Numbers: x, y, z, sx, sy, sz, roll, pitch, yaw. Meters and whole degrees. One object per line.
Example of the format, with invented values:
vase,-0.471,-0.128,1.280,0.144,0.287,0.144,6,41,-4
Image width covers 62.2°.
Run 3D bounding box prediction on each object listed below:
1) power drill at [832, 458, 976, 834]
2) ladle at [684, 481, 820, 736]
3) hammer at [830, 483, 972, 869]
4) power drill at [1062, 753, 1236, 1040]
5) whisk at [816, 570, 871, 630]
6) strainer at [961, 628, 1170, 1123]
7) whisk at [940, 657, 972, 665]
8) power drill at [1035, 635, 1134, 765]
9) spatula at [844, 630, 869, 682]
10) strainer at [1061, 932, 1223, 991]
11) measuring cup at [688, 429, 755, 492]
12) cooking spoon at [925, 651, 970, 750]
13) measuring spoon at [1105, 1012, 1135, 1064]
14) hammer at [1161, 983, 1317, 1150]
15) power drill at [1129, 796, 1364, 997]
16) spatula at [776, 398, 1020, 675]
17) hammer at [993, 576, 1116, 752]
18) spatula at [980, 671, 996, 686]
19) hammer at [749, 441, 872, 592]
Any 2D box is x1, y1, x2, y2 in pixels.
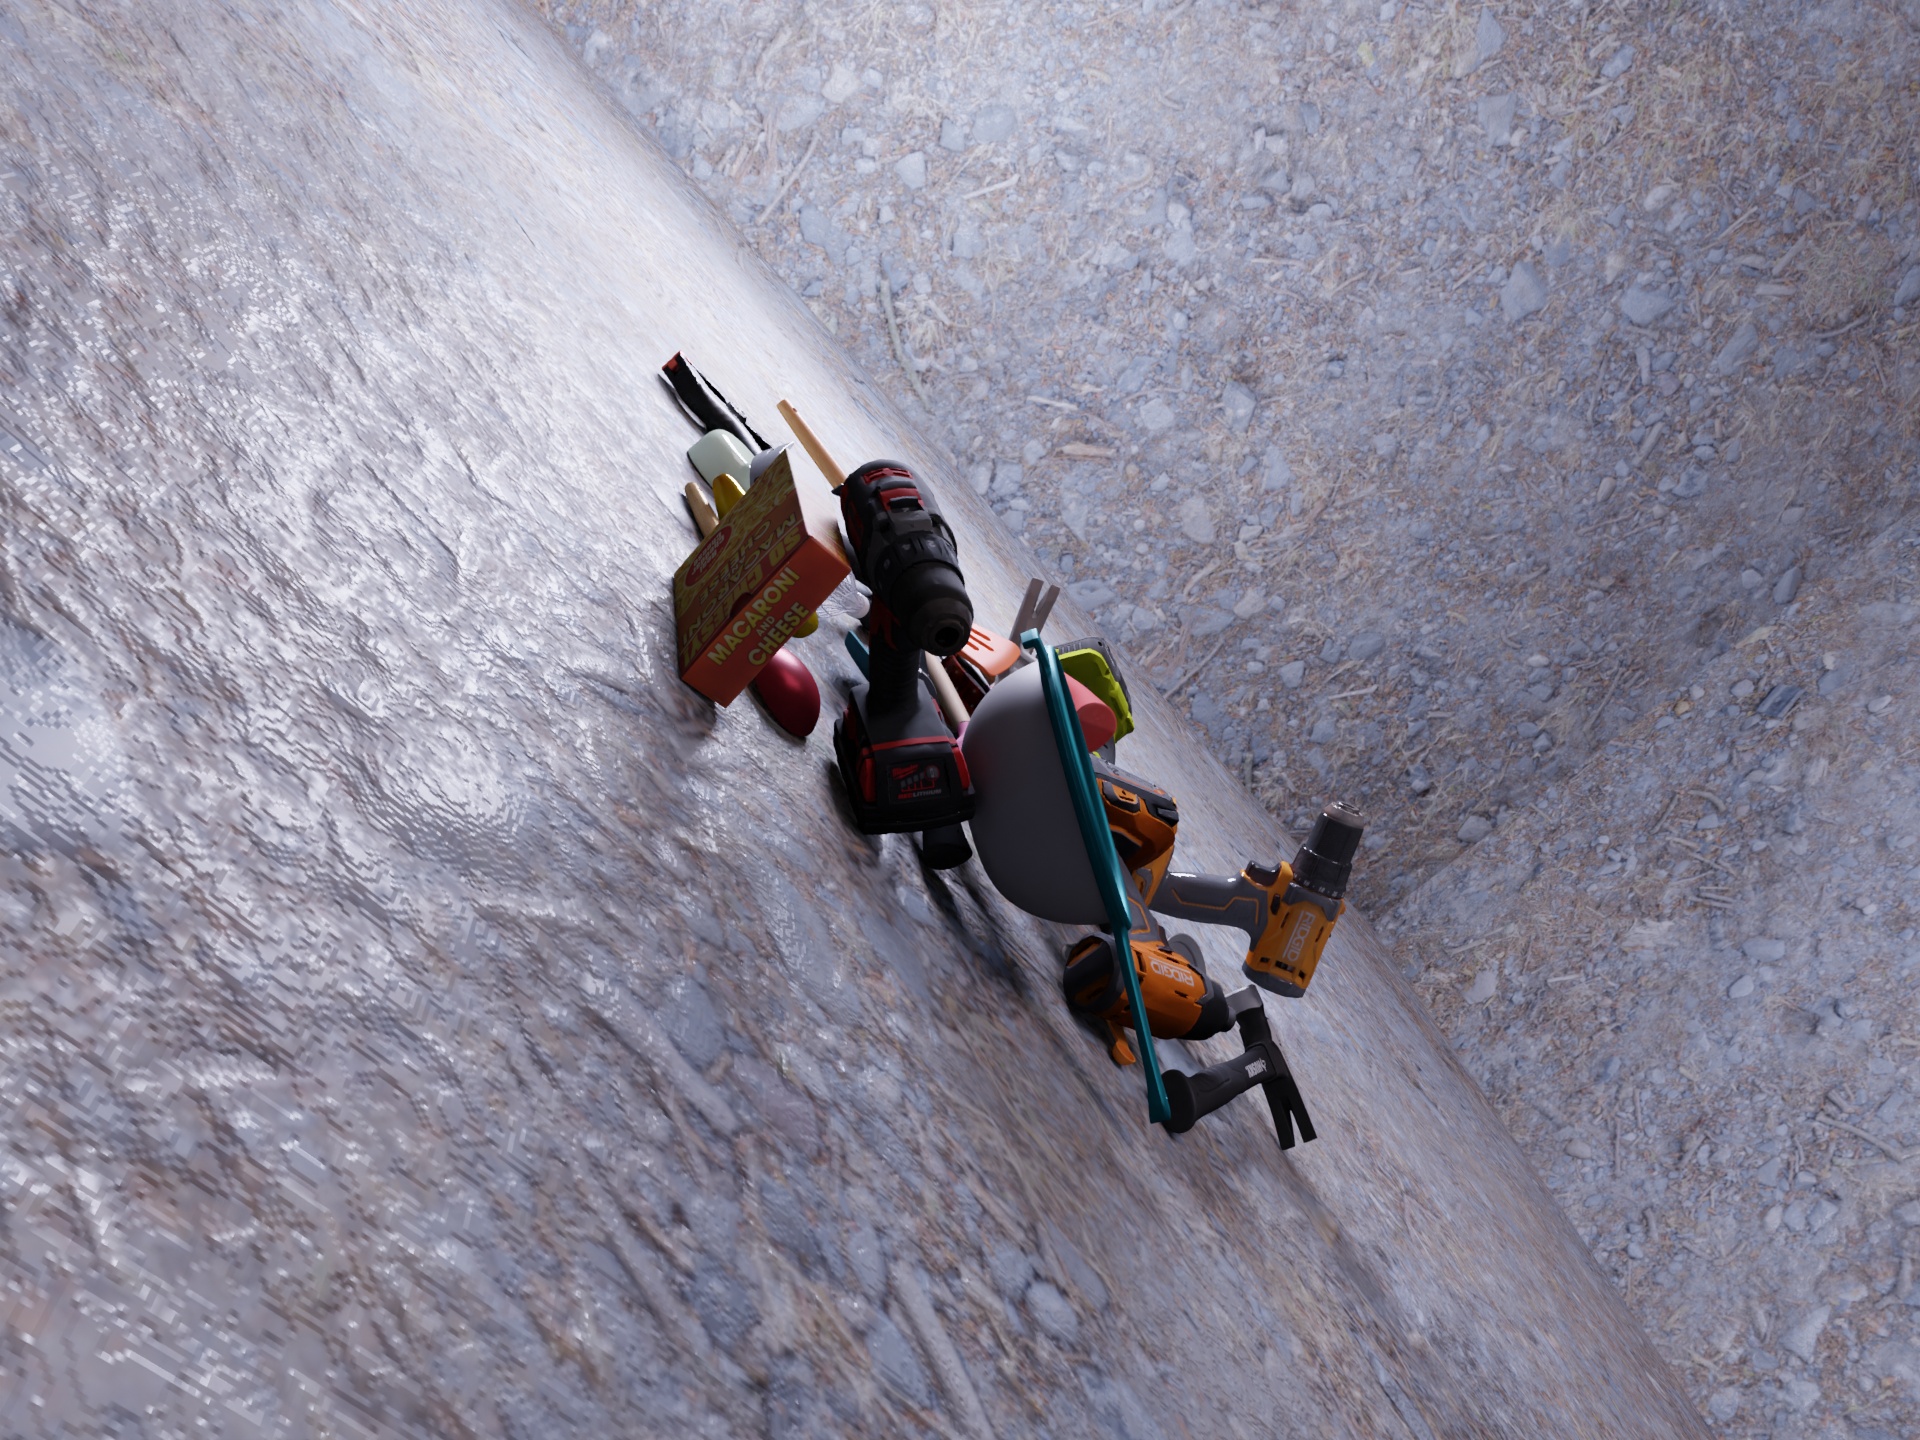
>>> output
power drill,-0.032,-0.034,1.022,0.188,0.080,0.226,-114,-159,-53
ladle,-0.163,-0.097,1.192,0.069,0.031,0.316,41,12,-43
hammer,-0.035,-0.044,1.268,0.149,0.036,0.409,42,26,-38
power drill,0.142,0.151,1.275,0.164,0.084,0.227,25,38,-35
whisk,-0.102,-0.106,1.404,0.070,0.070,0.284,52,6,11
strainer,0.065,0.118,1.117,0.210,0.095,0.341,56,21,-72
whisk,-0.045,-0.105,1.639,0.057,0.059,0.247,56,-1,-39
power drill,0.127,0.027,1.590,0.223,0.080,0.171,-90,159,-46
spatula,-0.056,-0.077,1.409,0.082,0.044,0.318,52,18,-10
strainer,0.148,0.213,1.350,0.258,0.050,0.087,26,69,-53
measuring cup,-0.177,-0.203,1.453,0.167,0.038,0.083,40,14,-36
cooking spoon,-0.002,-0.004,1.350,0.068,0.017,0.319,9,25,-20
measuring spoon,0.115,0.235,1.229,0.021,0.011,0.117,40,10,-16
hammer,0.224,0.302,1.315,0.334,0.035,0.146,12,54,-66
power drill,0.246,0.132,1.459,0.226,0.185,0.084,22,11,2
spatula,-0.063,-0.170,1.472,0.322,0.041,0.081,53,30,-3
hammer,0.084,-0.039,1.424,0.036,0.149,0.359,20,7,-11
spatula,0.022,-0.065,1.697,0.060,0.018,0.315,46,-6,45
hammer,-0.122,-0.166,1.503,0.330,0.033,0.128,30,46,-71
